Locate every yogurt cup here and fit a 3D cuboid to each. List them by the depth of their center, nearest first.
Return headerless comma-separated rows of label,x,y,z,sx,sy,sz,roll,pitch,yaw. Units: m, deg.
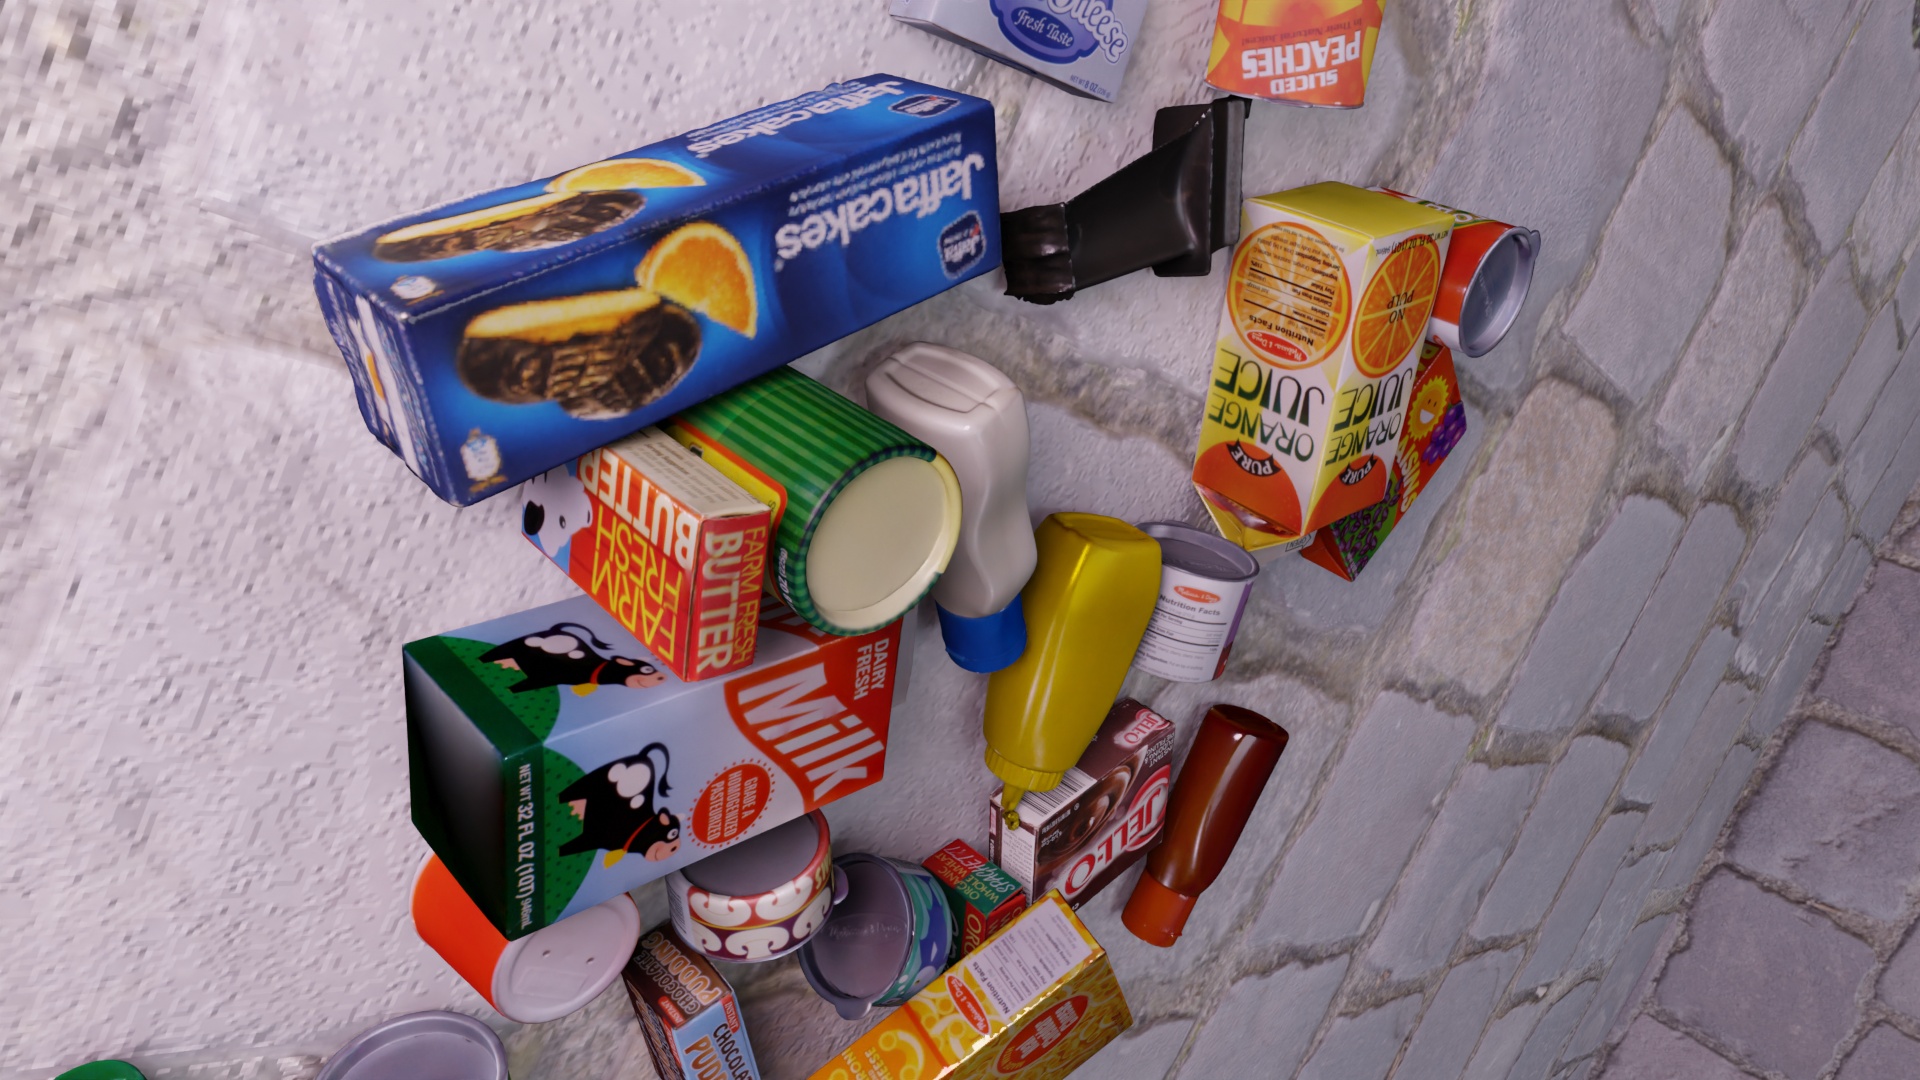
yogurt cup,-0.149,0.130,0.484,0.073,0.054,0.072,-26,131,-33

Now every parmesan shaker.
parmesan shaker,-0.058,-0.022,0.445,0.071,0.103,0.071,-26,131,-34

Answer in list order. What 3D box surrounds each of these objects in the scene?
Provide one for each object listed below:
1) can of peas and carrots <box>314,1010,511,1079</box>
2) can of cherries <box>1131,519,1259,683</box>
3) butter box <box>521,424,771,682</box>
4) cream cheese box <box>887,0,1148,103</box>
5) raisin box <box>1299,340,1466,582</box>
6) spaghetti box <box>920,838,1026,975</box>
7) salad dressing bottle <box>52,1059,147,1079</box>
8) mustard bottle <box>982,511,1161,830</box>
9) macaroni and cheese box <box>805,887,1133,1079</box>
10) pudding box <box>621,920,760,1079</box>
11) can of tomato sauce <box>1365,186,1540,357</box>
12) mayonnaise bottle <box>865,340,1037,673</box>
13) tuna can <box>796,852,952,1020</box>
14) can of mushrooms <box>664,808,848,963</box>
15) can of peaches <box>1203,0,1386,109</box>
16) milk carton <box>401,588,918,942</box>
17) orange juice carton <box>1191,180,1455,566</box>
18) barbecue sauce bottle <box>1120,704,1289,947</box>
can of peas and carrots,-0.186,0.211,0.483,0.071,0.071,0.058,-26,132,-34
can of cherries,0.107,0.029,0.688,0.072,0.071,0.058,-8,120,-44
butter box,-0.097,-0.005,0.414,0.024,0.104,0.053,-12,123,-41
cream cheese box,0.024,-0.193,0.486,0.104,0.024,0.053,2,111,-48
raisin box,0.237,-0.050,0.797,0.123,0.040,0.086,-51,140,-11
spaghetti box,-0.002,0.269,0.736,0.029,0.050,0.248,-22,128,-38
salad dressing bottle,-0.251,0.224,0.443,0.064,0.044,0.146,-32,134,-32
mustard bottle,0.043,0.066,0.653,0.065,0.049,0.159,6,111,-37
macaroni and cheese box,-0.003,0.243,0.638,0.167,0.040,0.123,-35,146,-10
pudding box,-0.111,0.205,0.577,0.030,0.050,0.083,-30,133,-29
can of tomato sauce,0.236,-0.139,0.702,0.071,0.083,0.070,-26,131,-34
mayonnaise bottle,0.002,-0.007,0.556,0.041,0.065,0.147,-41,142,-27
tuna can,-0.039,0.177,0.621,0.033,0.071,0.071,27,93,-52
can of mushrooms,-0.080,0.129,0.546,0.071,0.071,0.033,-26,130,-34
can of peaches,0.137,-0.209,0.561,0.071,0.071,0.057,-17,125,-40
milk carton,-0.087,0.056,0.488,0.191,0.073,0.072,-16,125,-41
orange juice carton,0.172,-0.072,0.685,0.072,0.073,0.191,-21,128,-38
barbecue sauce bottle,0.144,0.173,0.836,0.065,0.044,0.148,12,106,-50
